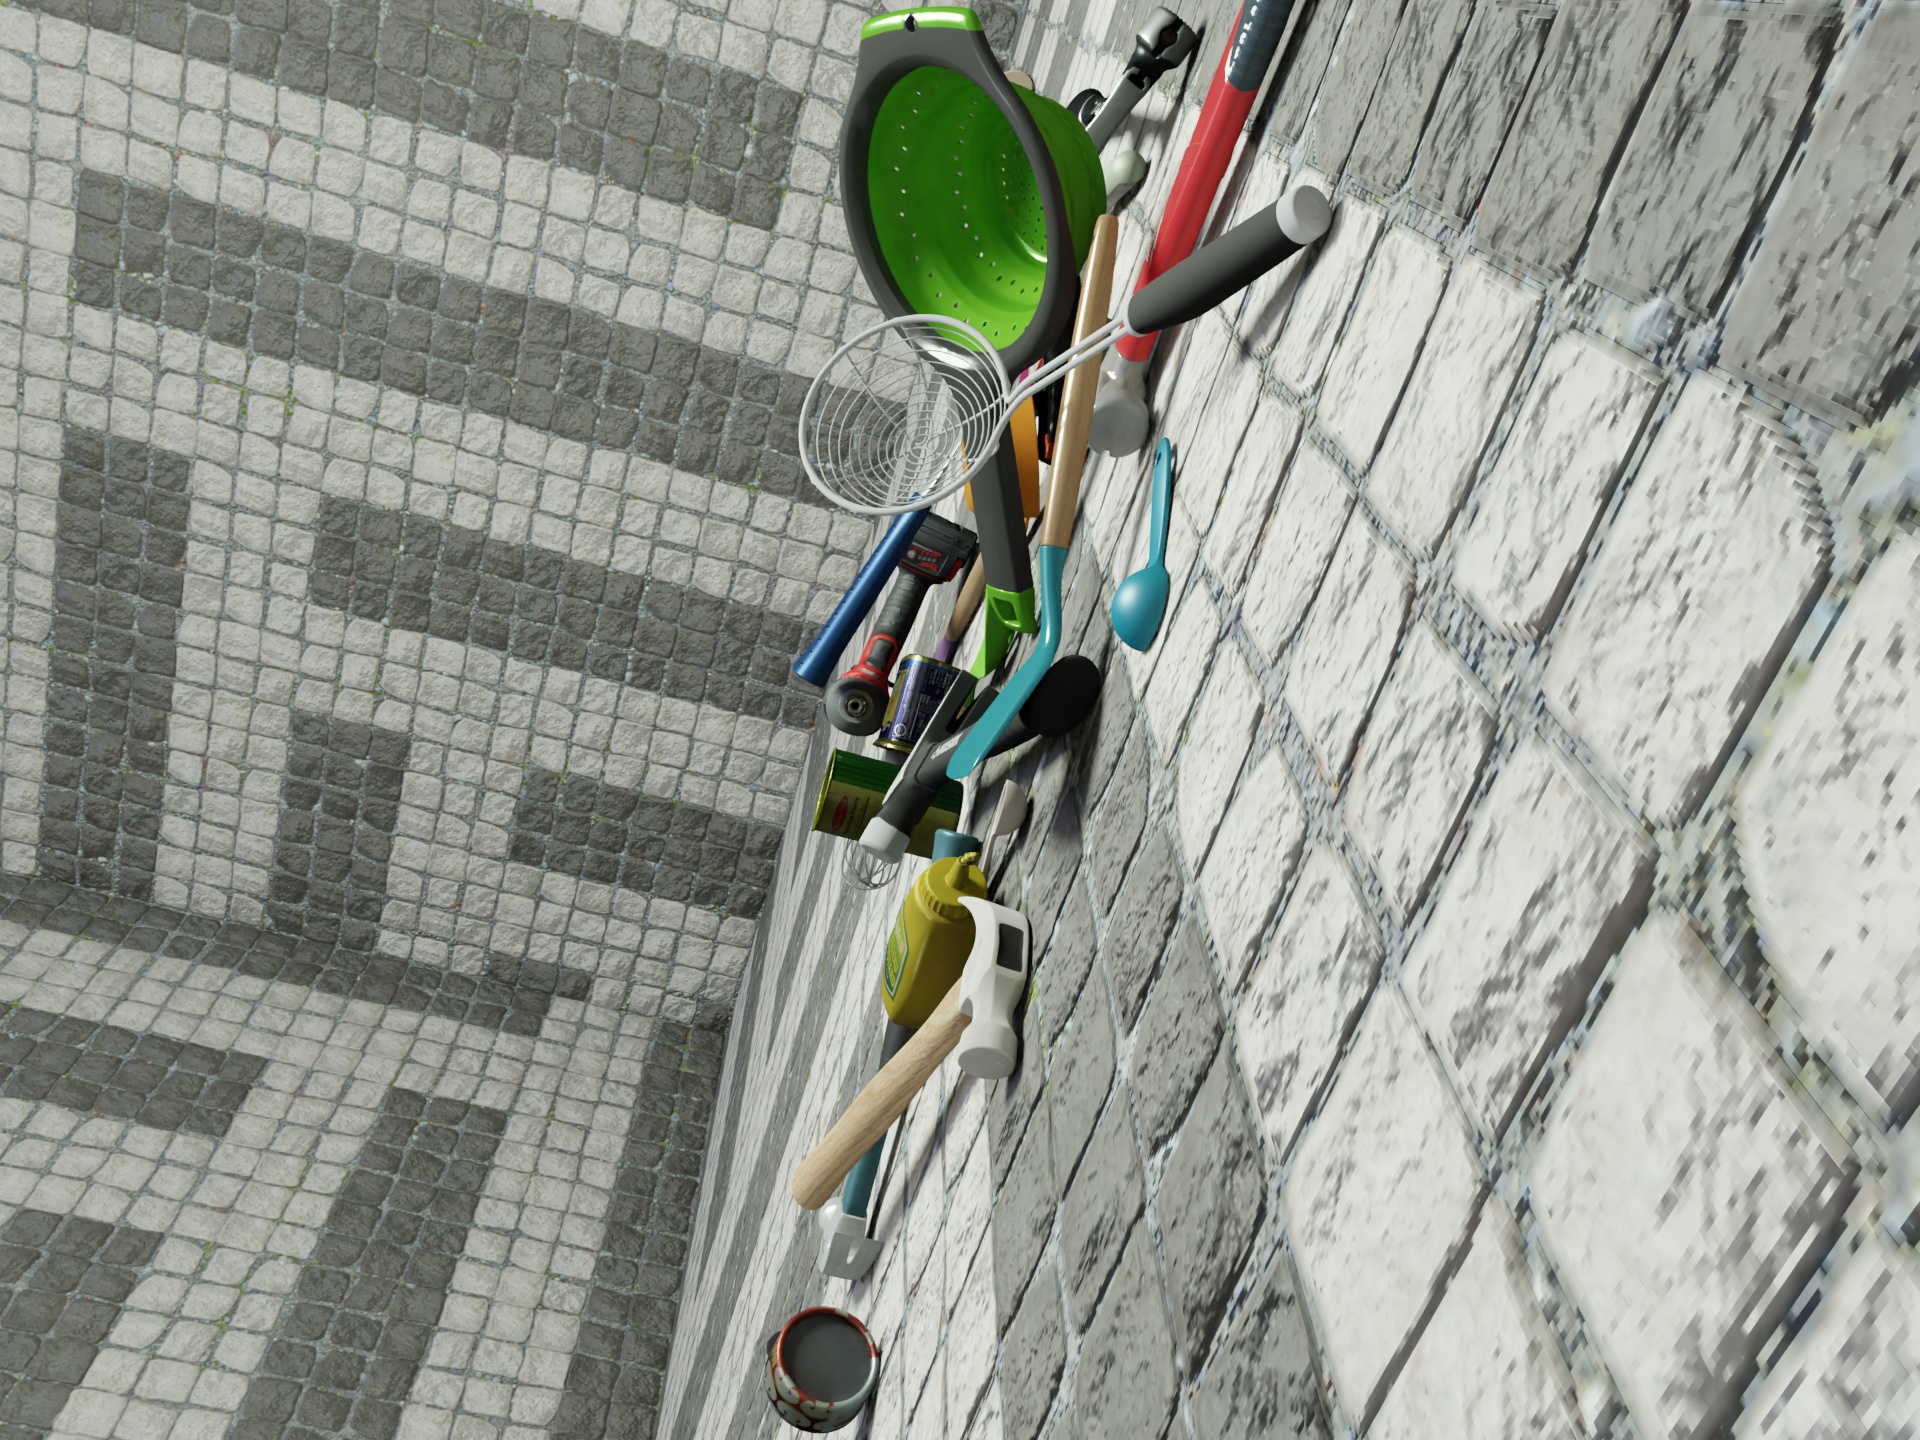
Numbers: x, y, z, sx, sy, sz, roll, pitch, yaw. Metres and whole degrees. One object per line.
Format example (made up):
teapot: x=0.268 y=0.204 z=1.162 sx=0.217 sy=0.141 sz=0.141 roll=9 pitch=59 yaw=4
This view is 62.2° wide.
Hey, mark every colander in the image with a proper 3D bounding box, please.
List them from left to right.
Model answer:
colander: x=0.035 y=-0.250 z=1.020 sx=0.205 sy=0.094 sz=0.396 roll=21 pitch=130 yaw=46

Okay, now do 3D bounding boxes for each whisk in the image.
whisk: x=-0.071 y=0.072 z=1.524 sx=0.239 sy=0.055 sz=0.055 roll=-78 pitch=7 yaw=-48
whisk: x=0.098 y=-0.394 z=1.232 sx=0.246 sy=0.058 sz=0.059 roll=-167 pitch=57 yaw=-79

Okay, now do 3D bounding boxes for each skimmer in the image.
skimmer: x=0.031 y=-0.191 z=0.793 sx=0.363 sy=0.090 sz=0.127 roll=-16 pitch=59 yaw=60

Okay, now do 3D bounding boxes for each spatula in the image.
spatula: x=-0.002 y=-0.087 z=1.435 sx=0.315 sy=0.018 sz=0.060 roll=118 pitch=162 yaw=-62
spatula: x=0.045 y=-0.121 z=0.861 sx=0.082 sy=0.044 sz=0.317 roll=173 pitch=107 yaw=-81

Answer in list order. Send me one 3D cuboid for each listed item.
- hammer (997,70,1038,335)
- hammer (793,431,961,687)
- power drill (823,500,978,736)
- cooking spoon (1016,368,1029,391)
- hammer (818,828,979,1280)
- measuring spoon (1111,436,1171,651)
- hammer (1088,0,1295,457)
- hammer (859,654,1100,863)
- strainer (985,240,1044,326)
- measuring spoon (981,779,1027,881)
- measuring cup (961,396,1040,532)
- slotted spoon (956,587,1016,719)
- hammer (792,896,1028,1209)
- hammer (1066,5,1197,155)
hammer: x=0.046 y=-0.431 z=1.349 sx=0.410 sy=0.038 sz=0.146 roll=9 pitch=-84 yaw=-86
hammer: x=-0.026 y=-0.202 z=1.372 sx=0.405 sy=0.035 sz=0.144 roll=-56 pitch=14 yaw=12
power drill: x=-0.064 y=-0.088 z=1.489 sx=0.143 sy=0.078 sz=0.219 roll=-136 pitch=70 yaw=-87
cooking spoon: x=0.047 y=-0.210 z=1.321 sx=0.068 sy=0.017 sz=0.319 roll=119 pitch=164 yaw=-47
hammer: x=-0.045 y=0.233 z=1.109 sx=0.128 sy=0.033 sz=0.331 roll=-126 pitch=51 yaw=-81
measuring spoon: x=0.091 y=-0.093 z=0.799 sx=0.042 sy=0.021 sz=0.129 roll=119 pitch=163 yaw=-59
hammer: x=0.141 y=-0.332 z=0.830 sx=0.143 sy=0.038 sz=0.386 roll=-83 pitch=11 yaw=-50
hammer: x=0.017 y=0.007 z=1.004 sx=0.146 sy=0.035 sz=0.335 roll=-59 pitch=8 yaw=-17
strainer: x=0.036 y=-0.341 z=1.289 sx=0.087 sy=0.050 sz=0.258 roll=-44 pitch=8 yaw=-2
measuring spoon: x=0.024 y=0.085 z=0.987 sx=0.124 sy=0.018 sz=0.034 roll=103 pitch=180 yaw=-45
measuring cup: x=0.026 y=-0.168 z=1.163 sx=0.173 sy=0.052 sz=0.095 roll=94 pitch=173 yaw=-65
slotted spoon: x=-0.002 y=-0.004 z=1.263 sx=0.313 sy=0.031 sz=0.070 roll=112 pitch=167 yaw=-54
hammer: x=-0.037 y=0.217 z=0.964 sx=0.331 sy=0.031 sz=0.130 roll=124 pitch=163 yaw=-45
hammer: x=0.104 y=-0.473 z=1.249 sx=0.149 sy=0.036 sz=0.409 roll=-52 pitch=12 yaw=17
